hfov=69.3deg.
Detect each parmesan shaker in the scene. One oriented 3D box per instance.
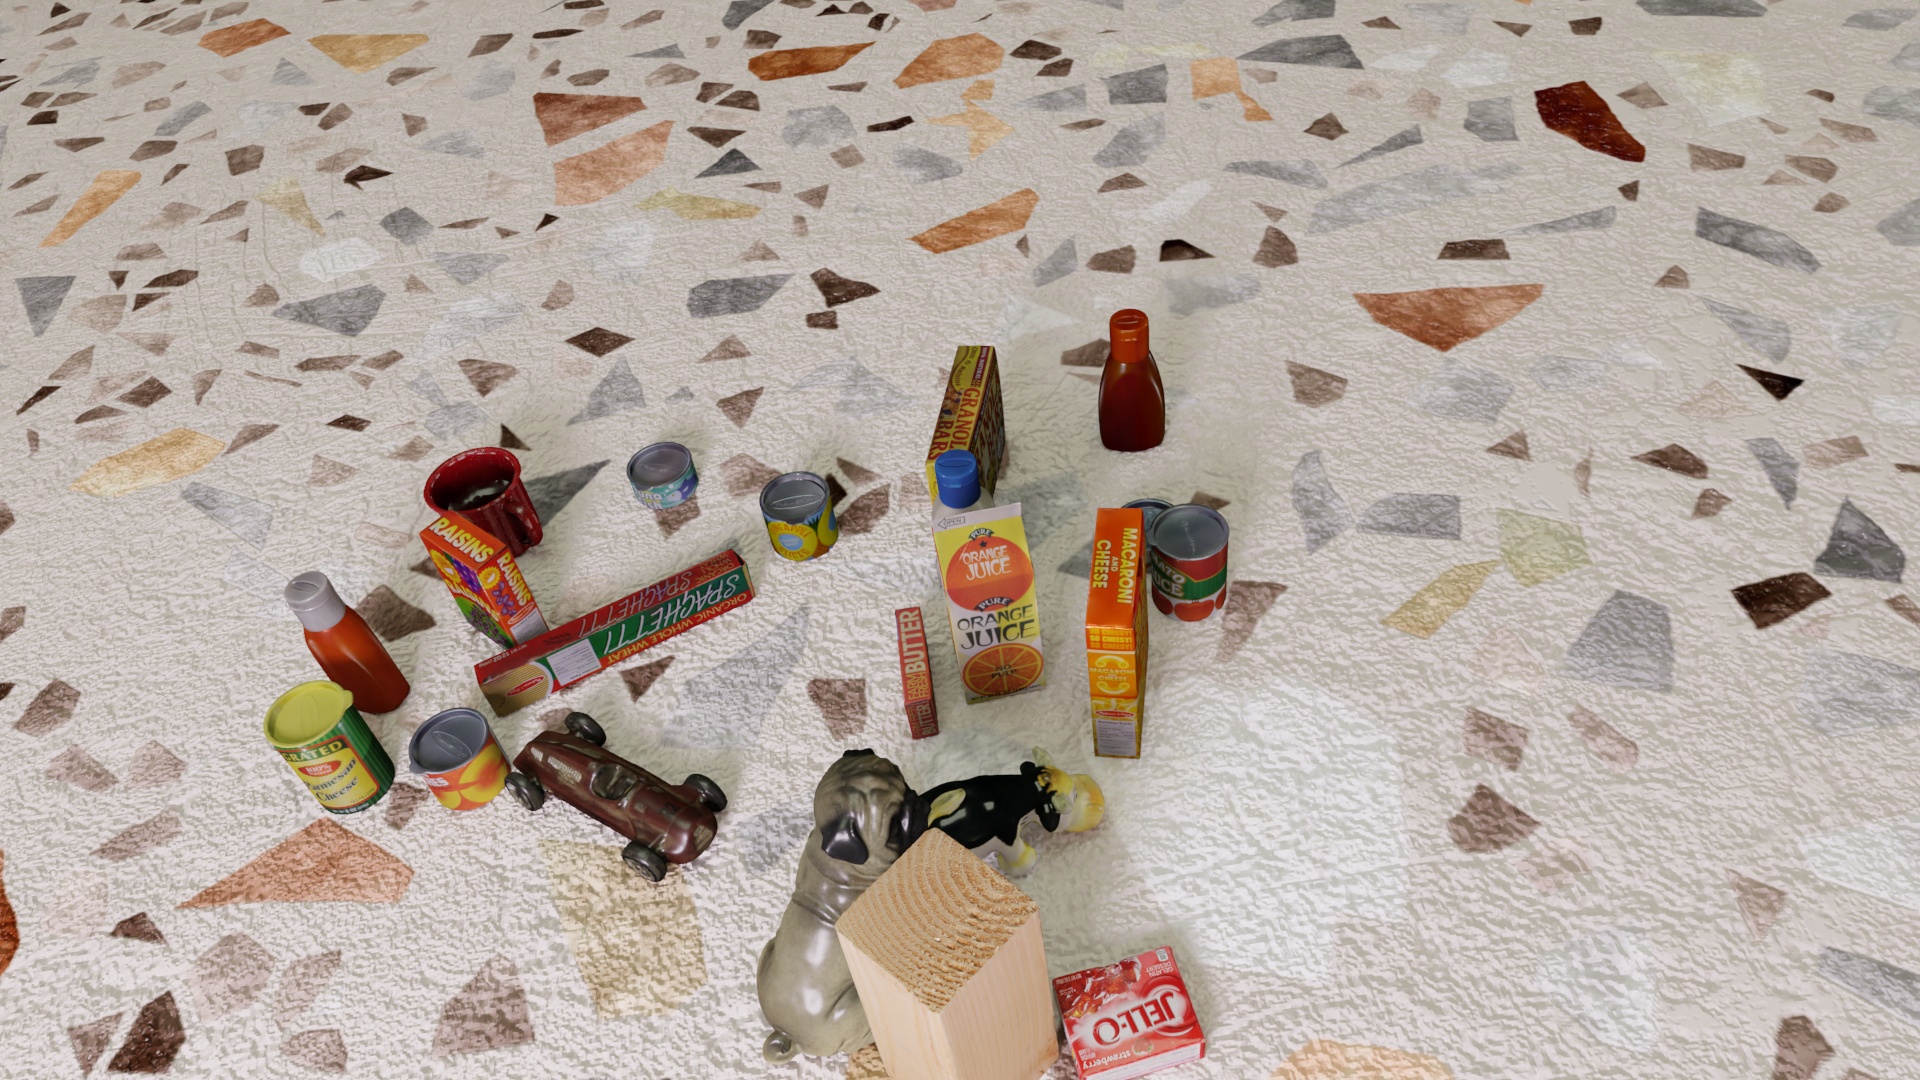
[{"bbox_3d":[-0.516,0.172,1.147,0.071,0.102,0.072,-4,46,5],"label":"parmesan shaker"}]

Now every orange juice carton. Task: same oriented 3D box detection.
[{"bbox_3d":[0.023,0.043,1.128,0.072,0.191,0.073,-11,46,-2],"label":"orange juice carton"}]

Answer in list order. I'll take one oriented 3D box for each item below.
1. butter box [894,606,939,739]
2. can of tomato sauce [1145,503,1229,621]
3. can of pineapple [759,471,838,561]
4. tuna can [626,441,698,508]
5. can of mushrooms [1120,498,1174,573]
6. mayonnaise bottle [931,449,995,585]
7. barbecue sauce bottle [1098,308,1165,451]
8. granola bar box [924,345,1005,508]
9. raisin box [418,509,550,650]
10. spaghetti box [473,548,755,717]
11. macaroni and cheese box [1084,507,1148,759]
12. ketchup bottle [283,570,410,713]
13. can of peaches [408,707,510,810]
[{"bbox_3d":[-0.037,0.111,1.168,0.024,0.052,0.104,-9,46,0],"label":"butter box"},{"bbox_3d":[0.196,0.021,1.199,0.071,0.082,0.071,-4,46,5],"label":"can of tomato sauce"},{"bbox_3d":[-0.152,-0.021,1.309,0.071,0.057,0.071,-4,46,5],"label":"can of pineapple"},{"bbox_3d":[-0.298,-0.063,1.388,0.071,0.032,0.071,-4,46,5],"label":"tuna can"},{"bbox_3d":[0.168,-0.004,1.261,0.071,0.033,0.071,-4,46,5],"label":"can of mushrooms"},{"bbox_3d":[0.004,-0.015,1.217,0.065,0.147,0.041,-2,46,7],"label":"mayonnaise bottle"},{"bbox_3d":[0.162,-0.151,1.323,0.065,0.147,0.044,-4,46,5],"label":"barbecue sauce bottle"},{"bbox_3d":[0.008,-0.084,1.299,0.039,0.123,0.166,3,47,12],"label":"granola bar box"},{"bbox_3d":[-0.424,0.040,1.245,0.086,0.122,0.040,28,56,30],"label":"raisin box"},{"bbox_3d":[-0.304,0.081,1.239,0.251,0.050,0.029,-26,48,-16],"label":"spaghetti box"},{"bbox_3d":[0.126,0.074,1.100,0.040,0.165,0.124,2,47,10],"label":"macaroni and cheese box"},{"bbox_3d":[-0.532,0.089,1.197,0.065,0.148,0.044,10,49,18],"label":"ketchup bottle"},{"bbox_3d":[-0.416,0.183,1.152,0.071,0.057,0.071,-4,46,5],"label":"can of peaches"}]
